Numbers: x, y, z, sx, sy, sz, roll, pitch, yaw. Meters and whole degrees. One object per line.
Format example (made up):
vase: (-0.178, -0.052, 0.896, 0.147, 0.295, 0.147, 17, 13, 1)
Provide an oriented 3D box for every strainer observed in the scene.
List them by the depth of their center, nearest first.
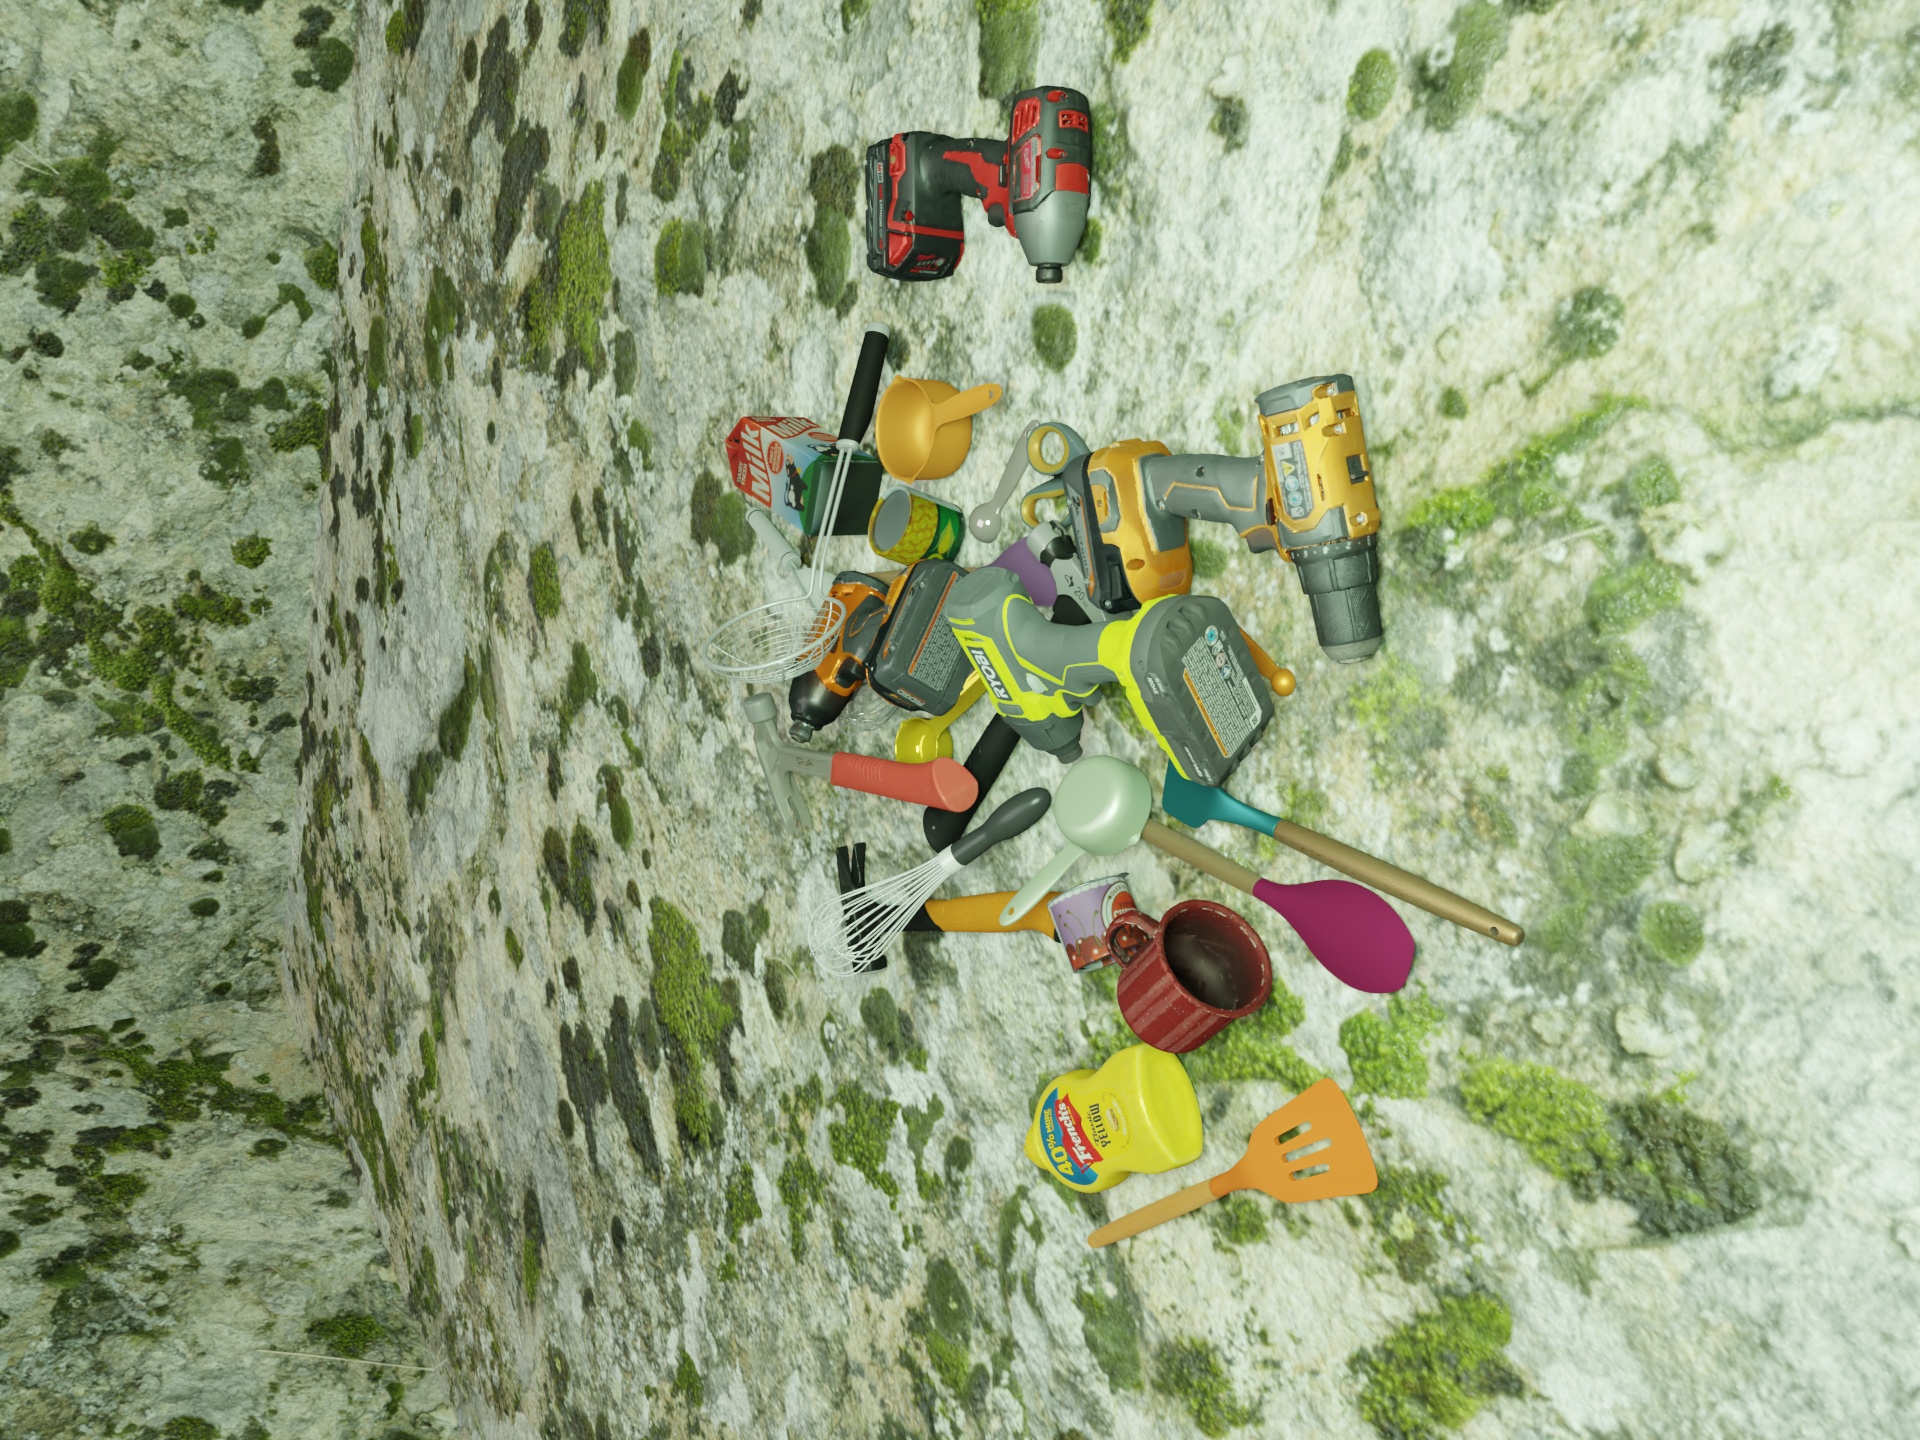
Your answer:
strainer: (-0.165, -0.156, 1.587, 0.259, 0.050, 0.086, 50, 176, 44)

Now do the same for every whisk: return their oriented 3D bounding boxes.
whisk: (-0.031, 0.136, 1.380, 0.284, 0.070, 0.070, -37, 64, 25)
whisk: (-0.042, -0.039, 1.437, 0.246, 0.059, 0.058, -25, 47, 48)

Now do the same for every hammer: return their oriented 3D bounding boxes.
hammer: (0.046, 0.003, 1.325, 0.146, 0.035, 0.334, 55, 136, 26)
hammer: (-0.007, 0.166, 1.426, 0.337, 0.034, 0.127, -11, 87, 53)
hammer: (-0.094, 0.056, 1.473, 0.359, 0.036, 0.149, 8, 120, 56)

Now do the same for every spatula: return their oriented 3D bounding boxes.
spatula: (0.246, 0.080, 1.086, 0.318, 0.044, 0.082, 26, 114, 44)
spatula: (0.188, 0.357, 1.203, 0.322, 0.041, 0.081, -47, 58, 50)
spatula: (0.000, -0.128, 1.388, 0.316, 0.018, 0.060, 3, 98, 52)

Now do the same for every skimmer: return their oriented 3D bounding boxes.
skimmer: (-0.129, -0.197, 1.385, 0.127, 0.090, 0.363, 4, 73, 34)

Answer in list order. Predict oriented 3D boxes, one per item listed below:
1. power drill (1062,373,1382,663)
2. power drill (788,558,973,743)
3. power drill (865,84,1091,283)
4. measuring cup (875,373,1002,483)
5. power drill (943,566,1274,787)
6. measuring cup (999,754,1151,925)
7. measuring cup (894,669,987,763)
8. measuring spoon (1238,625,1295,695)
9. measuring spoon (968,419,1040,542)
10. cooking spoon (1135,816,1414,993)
power drill: (0.186, -0.123, 1.088, 0.226, 0.084, 0.185, -6, 99, 48)
power drill: (-0.074, -0.055, 1.374, 0.226, 0.084, 0.164, -1, 62, 60)
power drill: (0.018, -0.416, 1.279, 0.220, 0.078, 0.143, 9, 103, 50)
measuring cup: (-0.004, -0.256, 1.348, 0.174, 0.052, 0.095, -9, 87, 52)
power drill: (0.104, -0.026, 1.138, 0.223, 0.080, 0.171, 10, 139, 49)
measuring cup: (0.077, 0.096, 1.240, 0.167, 0.038, 0.083, -48, 42, 12)
measuring cup: (-0.002, -0.005, 1.411, 0.156, 0.029, 0.062, -46, 58, 32)
measuring spoon: (0.197, -0.054, 1.138, 0.117, 0.011, 0.021, 48, 130, 39)
measuring spoon: (0.035, -0.200, 1.330, 0.034, 0.018, 0.124, 56, 135, 32)
cooking spoon: (0.198, 0.112, 1.154, 0.319, 0.017, 0.068, 27, 111, 49)
